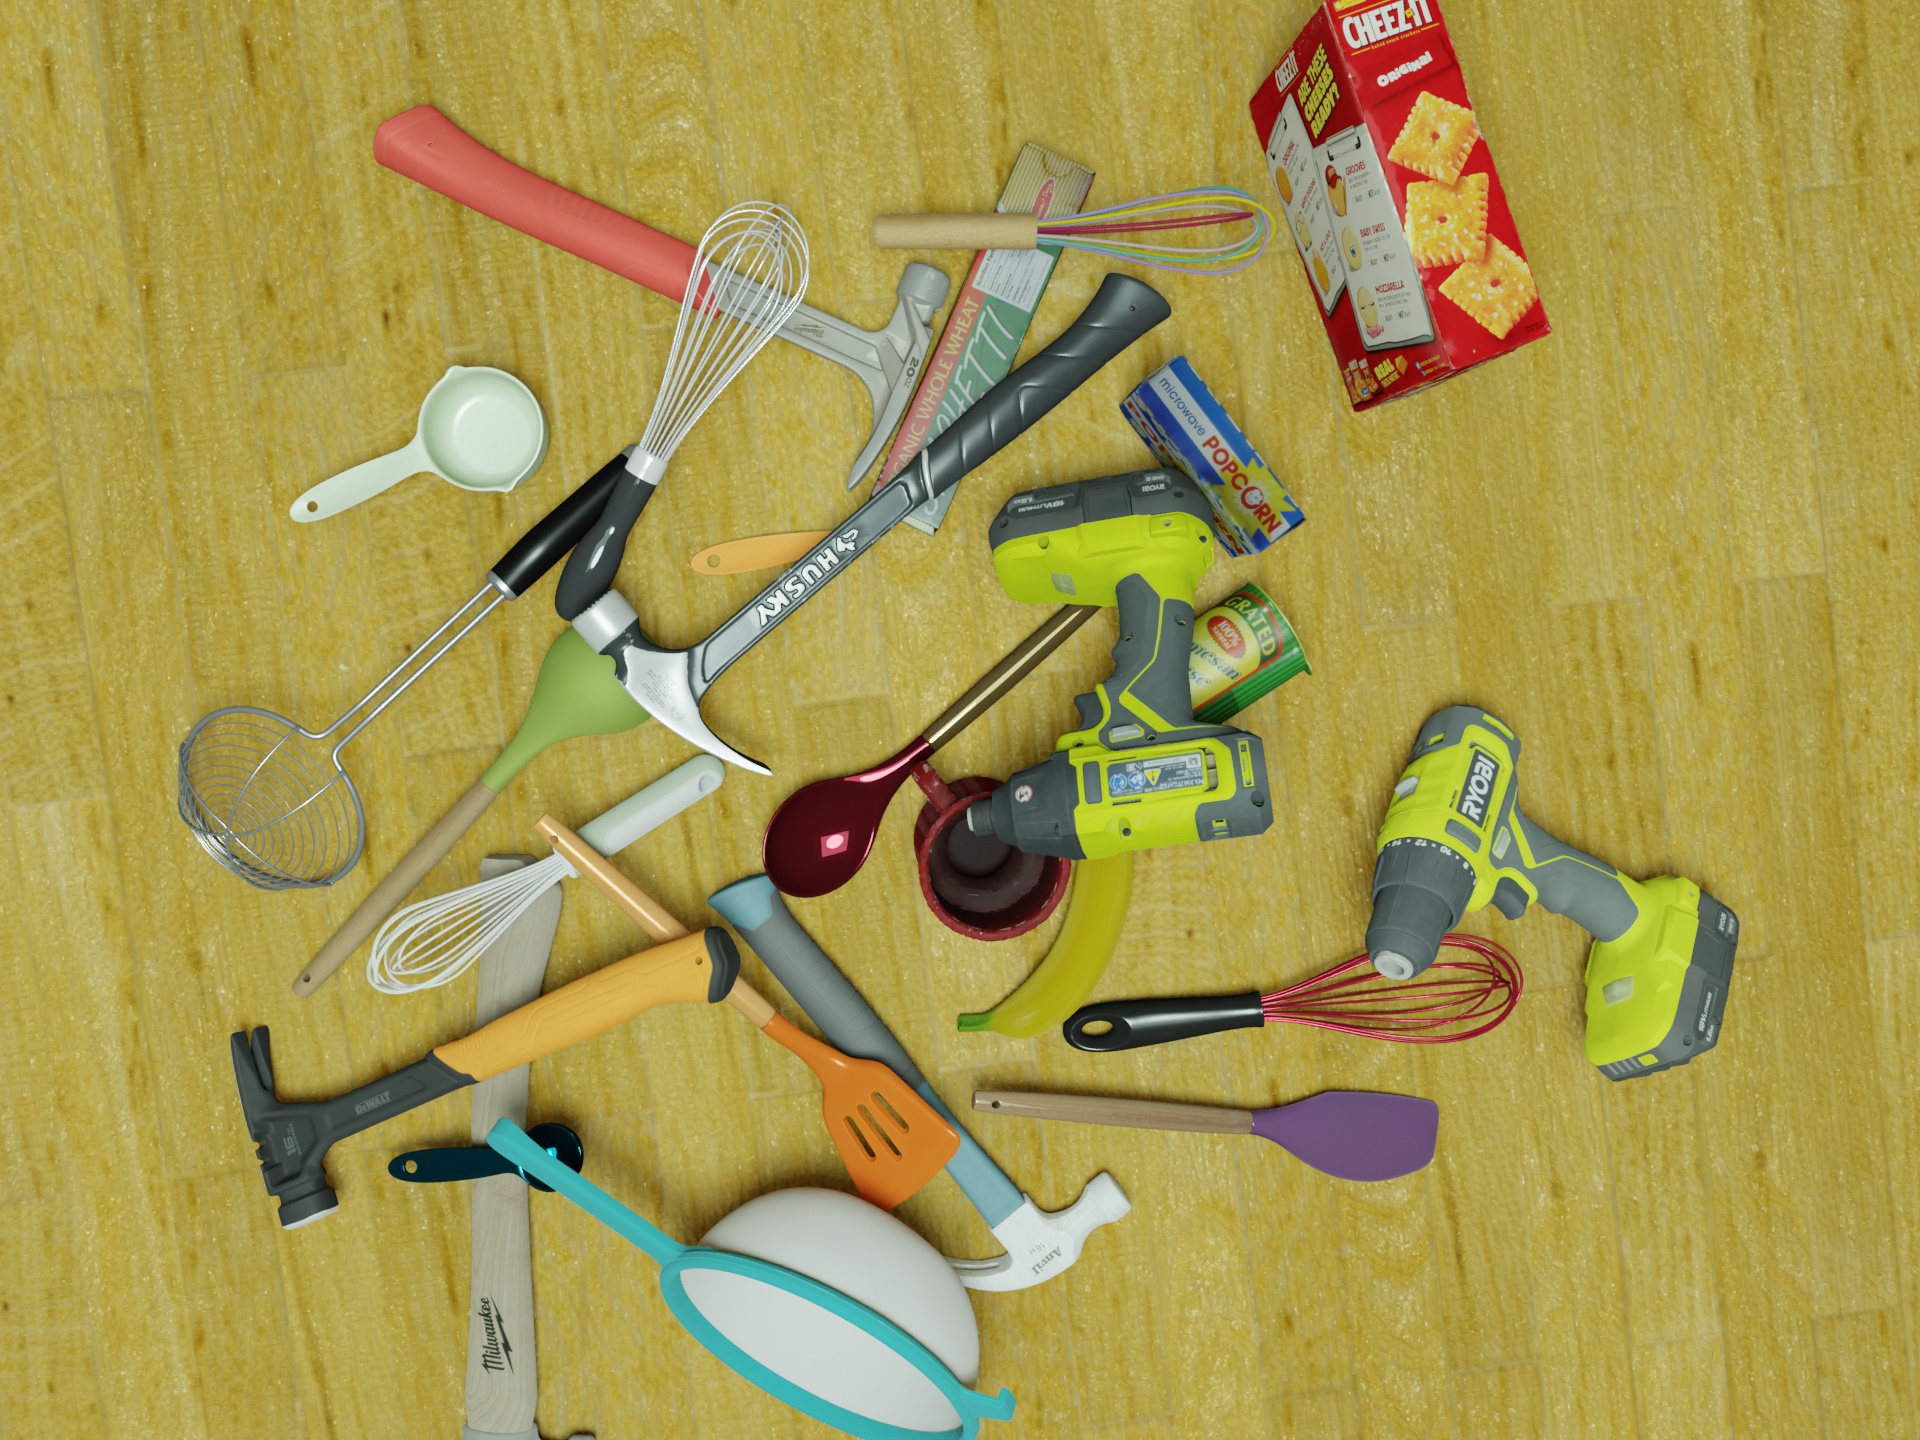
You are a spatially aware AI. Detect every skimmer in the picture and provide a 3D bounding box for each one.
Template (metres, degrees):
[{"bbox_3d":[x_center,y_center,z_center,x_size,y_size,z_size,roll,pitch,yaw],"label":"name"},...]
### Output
[{"bbox_3d":[-0.334,-0.041,1.001,0.363,0.090,0.127,-45,99,-10],"label":"skimmer"}]

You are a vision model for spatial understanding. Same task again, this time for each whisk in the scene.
[{"bbox_3d":[0.213,0.184,1.023,0.296,0.073,0.073,-7,93,4],"label":"whisk"},{"bbox_3d":[-0.249,0.091,0.974,0.246,0.059,0.057,-33,134,-20],"label":"whisk"},{"bbox_3d":[0.068,-0.302,0.969,0.245,0.047,0.051,1,92,4],"label":"whisk"},{"bbox_3d":[-0.174,-0.182,0.960,0.070,0.070,0.284,30,102,-4],"label":"whisk"}]

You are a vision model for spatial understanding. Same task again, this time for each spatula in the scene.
[{"bbox_3d":[0.162,0.260,1.027,0.316,0.018,0.060,8,92,-10],"label":"spatula"},{"bbox_3d":[-0.136,0.171,0.968,0.322,0.041,0.081,43,107,-10],"label":"spatula"}]

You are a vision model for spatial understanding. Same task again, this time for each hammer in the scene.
[{"bbox_3d":[-0.302,0.291,1.013,0.146,0.038,0.410,2,92,-1],"label":"hammer"},{"bbox_3d":[-0.287,0.192,0.962,0.337,0.034,0.127,-24,81,12],"label":"hammer"},{"bbox_3d":[-0.041,0.228,1.023,0.128,0.033,0.331,-40,93,-2],"label":"hammer"},{"bbox_3d":[-0.195,-0.279,0.993,0.359,0.037,0.149,23,91,-4],"label":"hammer"},{"bbox_3d":[-0.032,-0.134,0.973,0.409,0.036,0.149,-40,103,-5],"label":"hammer"}]

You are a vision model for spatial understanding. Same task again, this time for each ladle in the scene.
[{"bbox_3d":[-0.002,-0.003,1.018,0.315,0.031,0.069,-41,111,-2],"label":"ladle"},{"bbox_3d":[-0.308,0.060,1.005,0.320,0.062,0.078,-46,78,7],"label":"ladle"}]

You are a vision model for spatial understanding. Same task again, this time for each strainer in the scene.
[{"bbox_3d":[-0.122,0.314,0.967,0.340,0.211,0.095,36,52,-4],"label":"strainer"}]

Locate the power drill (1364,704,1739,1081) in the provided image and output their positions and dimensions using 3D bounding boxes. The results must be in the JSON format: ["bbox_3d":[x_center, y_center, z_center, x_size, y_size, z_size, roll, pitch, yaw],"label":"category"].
[{"bbox_3d":[0.356,0.121,0.981,0.228,0.080,0.191,34,56,-6],"label":"power drill"}]

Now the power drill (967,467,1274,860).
[{"bbox_3d":[0.084,-0.029,0.940,0.171,0.080,0.223,-8,63,10],"label":"power drill"}]

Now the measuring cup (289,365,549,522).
[{"bbox_3d":[-0.336,-0.161,0.992,0.167,0.038,0.083,-24,93,1],"label":"measuring cup"}]

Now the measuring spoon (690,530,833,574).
[{"bbox_3d":[-0.115,-0.110,1.018,0.117,0.011,0.021,-10,94,1],"label":"measuring spoon"}]

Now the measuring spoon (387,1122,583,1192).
[{"bbox_3d":[-0.293,0.273,0.990,0.128,0.021,0.042,-6,86,9],"label":"measuring spoon"}]
